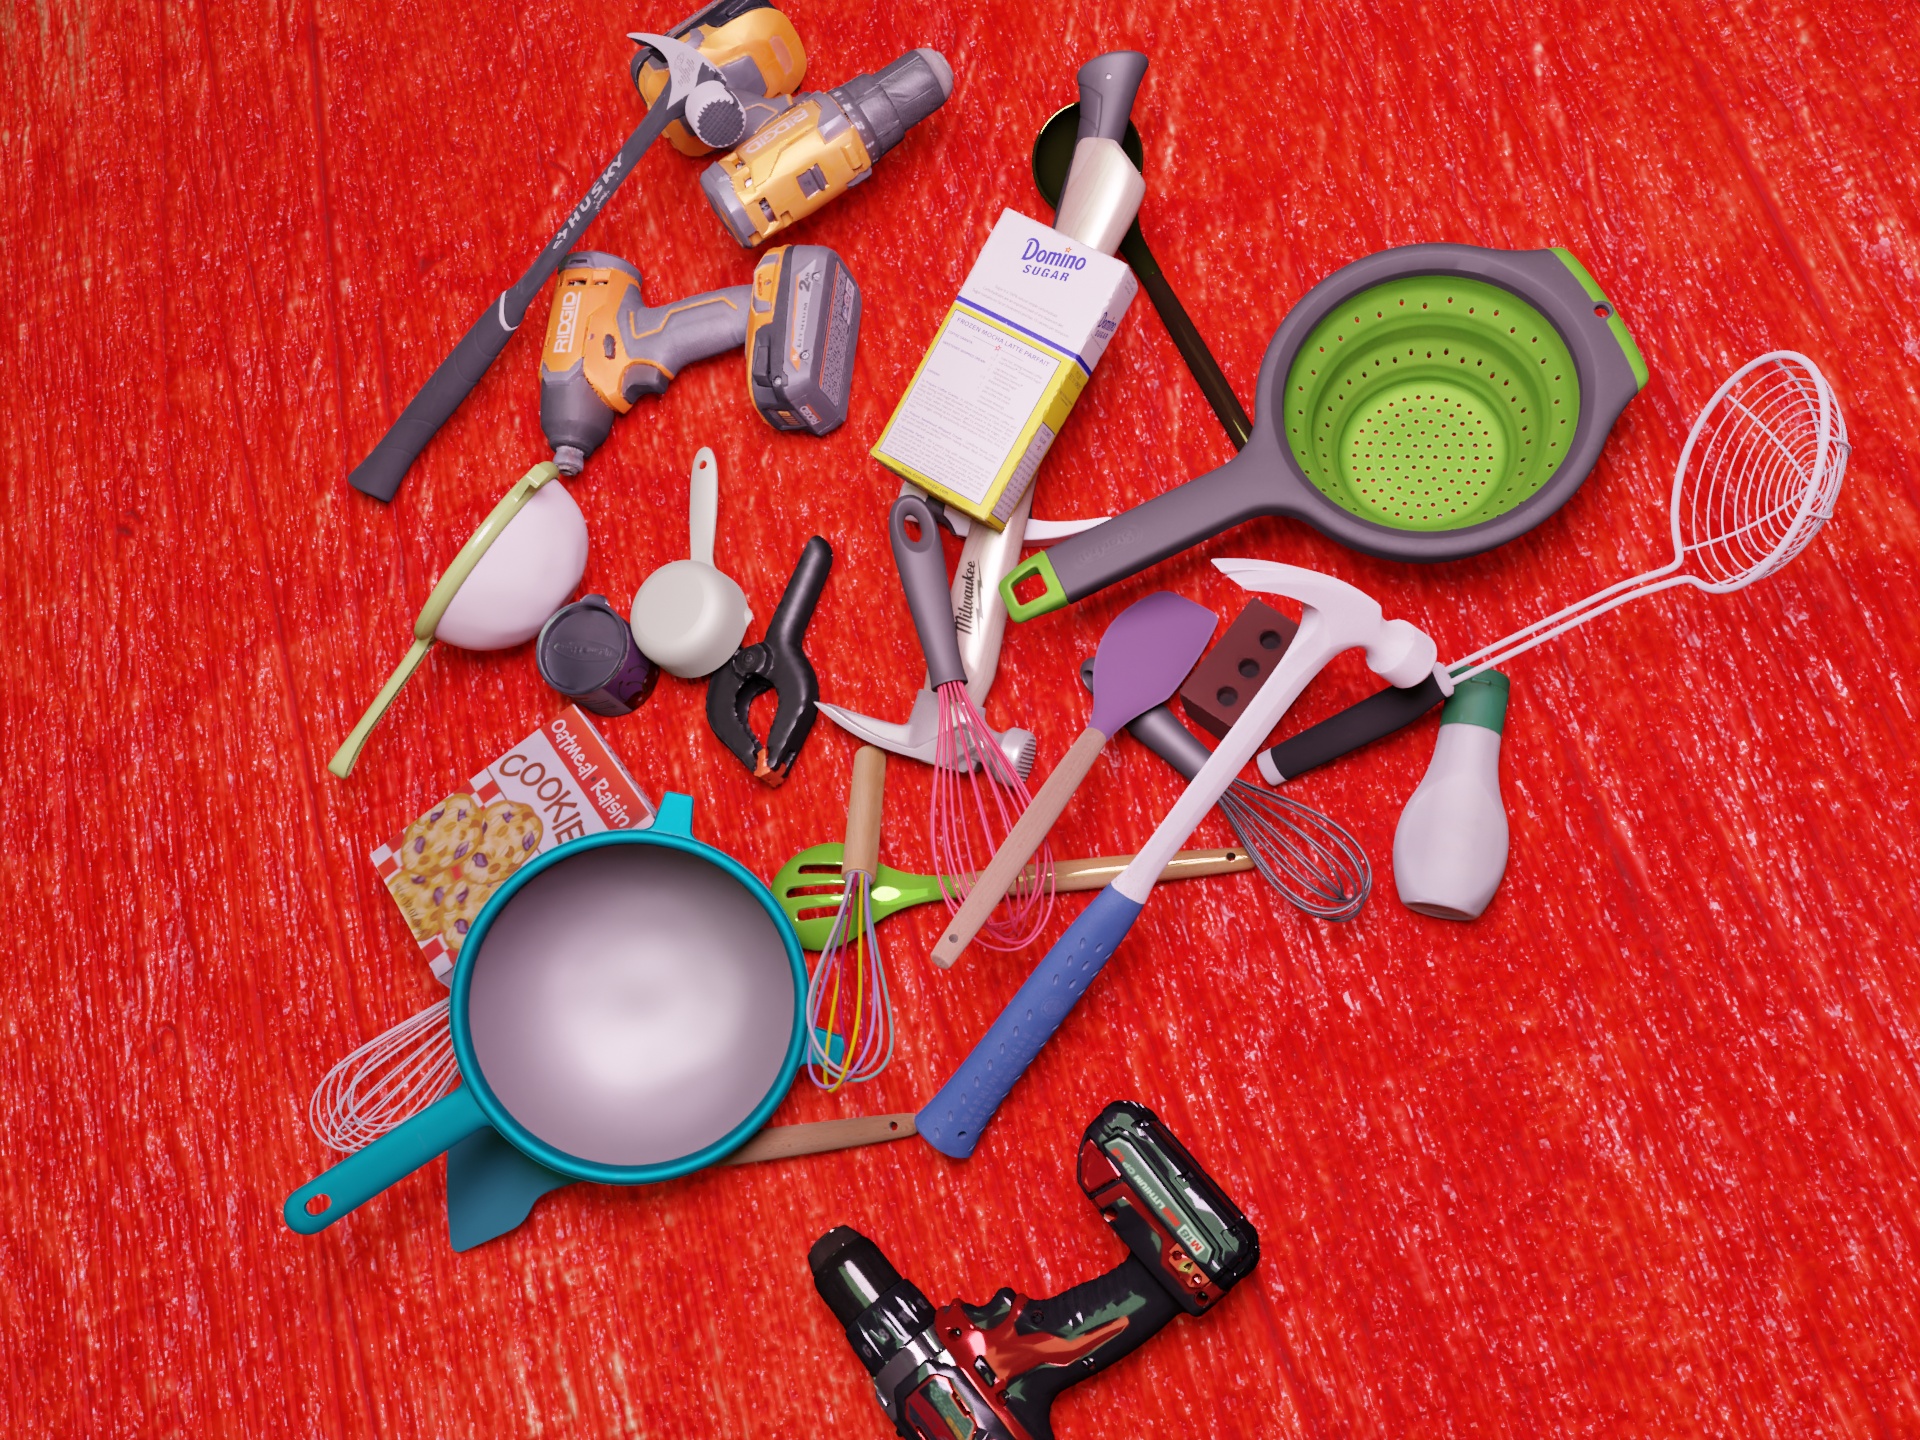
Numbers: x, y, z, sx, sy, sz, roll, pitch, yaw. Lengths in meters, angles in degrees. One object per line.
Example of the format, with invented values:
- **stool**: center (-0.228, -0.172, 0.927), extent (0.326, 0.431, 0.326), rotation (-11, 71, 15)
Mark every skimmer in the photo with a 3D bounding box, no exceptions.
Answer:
- **skimmer**: center (0.313, -0.070, 0.894), extent (0.363, 0.090, 0.127), rotation (-30, 34, 24)

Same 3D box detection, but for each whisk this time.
- **whisk**: center (-0.002, -0.003, 0.974), extent (0.073, 0.073, 0.296), rotation (-16, 75, 8)
- **whisk**: center (0.156, 0.035, 0.970), extent (0.055, 0.055, 0.239), rotation (-45, 62, -2)
- **whisk**: center (-0.061, 0.112, 0.963), extent (0.051, 0.047, 0.245), rotation (-1, 49, 5)
- **whisk**: center (-0.305, 0.175, 1.038), extent (0.284, 0.070, 0.070), rotation (-43, 70, -6)

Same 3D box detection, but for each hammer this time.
- **hammer**: center (0.027, -0.172, 1.024), extent (0.146, 0.038, 0.410), rotation (16, 91, 17)
- **hammer**: center (0.069, -0.277, 1.054), extent (0.146, 0.035, 0.335), rotation (15, 92, 15)
- **hammer**: center (-0.308, -0.308, 1.121), extent (0.409, 0.036, 0.149), rotation (-45, 49, 18)
- **hammer**: center (0.097, 0.087, 0.905), extent (0.405, 0.144, 0.035), rotation (-55, 30, 14)

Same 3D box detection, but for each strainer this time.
- **strainer**: center (-0.252, 0.203, 0.977), extent (0.340, 0.095, 0.211), rotation (-32, 93, -3)
- **strainer**: center (-0.329, -0.055, 1.082), extent (0.069, 0.151, 0.256), rotation (35, 87, -10)

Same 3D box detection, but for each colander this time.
- **colander**: center (0.213, -0.147, 0.988), extent (0.397, 0.094, 0.205), rotation (-25, 70, 5)

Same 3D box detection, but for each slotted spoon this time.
- **slotted spoon**: center (0.026, 0.099, 0.998), extent (0.314, 0.031, 0.070), rotation (-6, 69, 10)

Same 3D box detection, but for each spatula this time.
- **spatula**: center (0.067, 0.025, 0.946), extent (0.060, 0.018, 0.316), rotation (27, 55, 15)
- **spatula**: center (-0.181, 0.273, 0.998), extent (0.317, 0.044, 0.082), rotation (-9, 72, 6)

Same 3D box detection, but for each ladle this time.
- **ladle**: center (0.139, -0.280, 1.066), extent (0.078, 0.062, 0.320), rotation (-28, 73, 8)

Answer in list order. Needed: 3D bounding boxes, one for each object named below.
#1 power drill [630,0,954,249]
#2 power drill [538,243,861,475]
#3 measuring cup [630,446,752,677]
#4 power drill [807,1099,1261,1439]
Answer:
- **power drill**: center (-0.121, -0.440, 1.122), extent (0.185, 0.084, 0.226), rotation (-34, 49, -1)
- **power drill**: center (-0.193, -0.252, 1.122), extent (0.226, 0.084, 0.164), rotation (2, 75, 18)
- **measuring cup**: center (-0.183, -0.113, 1.067), extent (0.083, 0.038, 0.168), rotation (-7, 73, 21)
- **power drill**: center (0.037, 0.316, 0.909), extent (0.226, 0.080, 0.188), rotation (-44, 69, 1)
